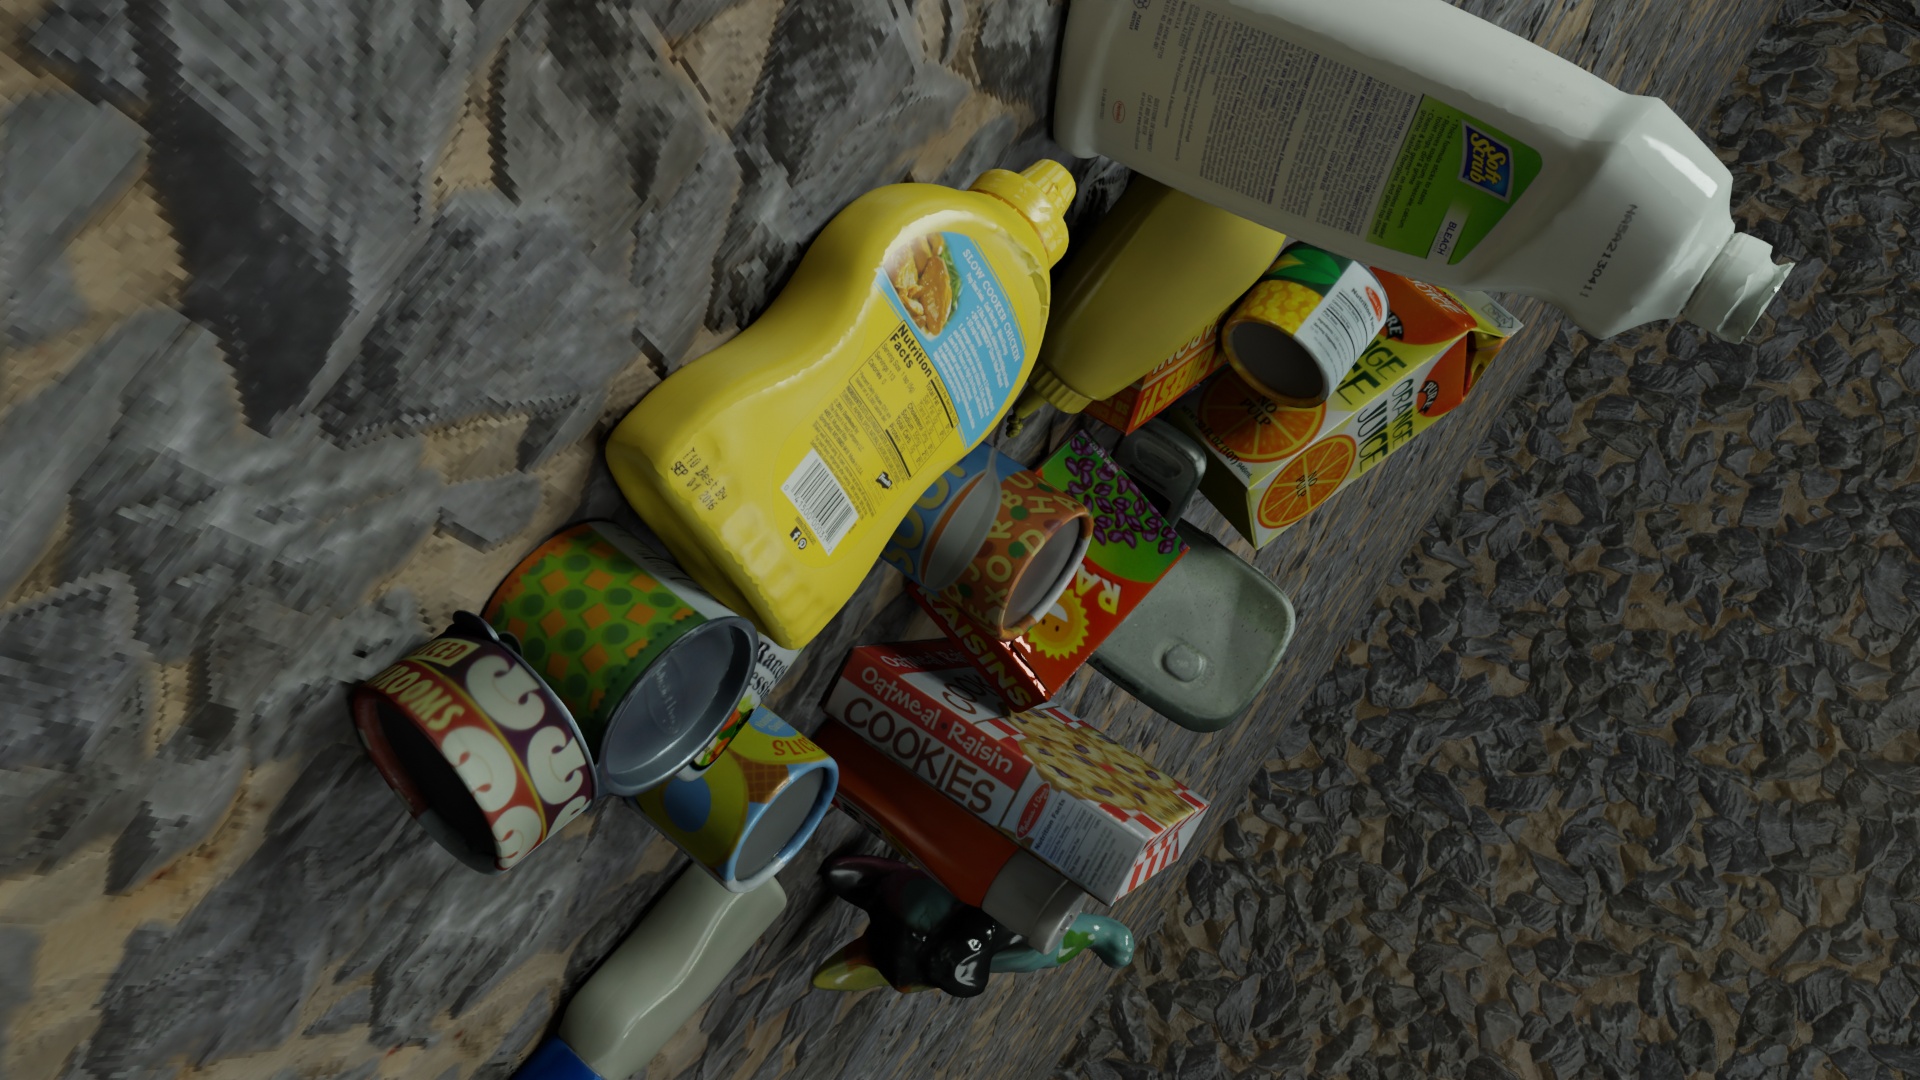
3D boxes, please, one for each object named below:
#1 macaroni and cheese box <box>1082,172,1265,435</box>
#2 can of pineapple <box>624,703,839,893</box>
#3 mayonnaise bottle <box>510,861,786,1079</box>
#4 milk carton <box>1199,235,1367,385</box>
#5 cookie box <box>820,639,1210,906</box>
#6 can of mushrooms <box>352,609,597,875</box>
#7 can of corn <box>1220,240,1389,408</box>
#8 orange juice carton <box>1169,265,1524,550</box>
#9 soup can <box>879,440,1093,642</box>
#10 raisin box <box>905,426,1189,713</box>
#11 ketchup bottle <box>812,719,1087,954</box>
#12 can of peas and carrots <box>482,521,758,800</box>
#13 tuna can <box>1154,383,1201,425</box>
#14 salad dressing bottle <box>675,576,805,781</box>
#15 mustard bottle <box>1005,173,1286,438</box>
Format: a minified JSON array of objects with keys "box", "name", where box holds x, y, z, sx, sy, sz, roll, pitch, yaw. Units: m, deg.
[{"box":[0.120,-0.148,0.688,0.124,0.040,0.165,-36,151,-44],"name":"macaroni and cheese box"},{"box":[-0.090,0.097,0.559,0.071,0.058,0.070,-46,157,-26],"name":"can of pineapple"},{"box":[-0.143,0.204,0.628,0.148,0.041,0.064,-47,156,-21],"name":"mayonnaise bottle"},{"box":[0.229,-0.164,0.863,0.074,0.072,0.189,-17,138,-59],"name":"milk carton"},{"box":[0.029,0.108,0.687,0.040,0.168,0.123,-63,158,9],"name":"cookie box"},{"box":[-0.137,0.057,0.388,0.033,0.071,0.070,-39,153,-37],"name":"can of mushrooms"},{"box":[0.175,-0.111,0.719,0.058,0.071,0.071,-50,159,-18],"name":"can of corn"},{"box":[0.219,-0.088,0.786,0.193,0.072,0.072,-35,148,-4],"name":"orange juice carton"},{"box":[0.002,-0.007,0.574,0.071,0.084,0.071,-45,156,-26],"name":"soup can"},{"box":[0.045,0.013,0.689,0.124,0.086,0.040,-42,-177,-33],"name":"raisin box"},{"box":[-0.008,0.143,0.681,0.043,0.149,0.064,-53,159,-13],"name":"ketchup bottle"},{"box":[-0.108,0.038,0.431,0.071,0.059,0.070,-45,156,-26],"name":"can of peas and carrots"},{"box":[0.134,-0.064,0.854,0.071,0.033,0.070,-46,157,-26],"name":"tuna can"},{"box":[-0.069,0.017,0.508,0.148,0.044,0.064,-52,157,-13],"name":"salad dressing bottle"},{"box":[0.070,-0.103,0.608,0.159,0.065,0.049,-44,-158,25],"name":"mustard bottle"}]
